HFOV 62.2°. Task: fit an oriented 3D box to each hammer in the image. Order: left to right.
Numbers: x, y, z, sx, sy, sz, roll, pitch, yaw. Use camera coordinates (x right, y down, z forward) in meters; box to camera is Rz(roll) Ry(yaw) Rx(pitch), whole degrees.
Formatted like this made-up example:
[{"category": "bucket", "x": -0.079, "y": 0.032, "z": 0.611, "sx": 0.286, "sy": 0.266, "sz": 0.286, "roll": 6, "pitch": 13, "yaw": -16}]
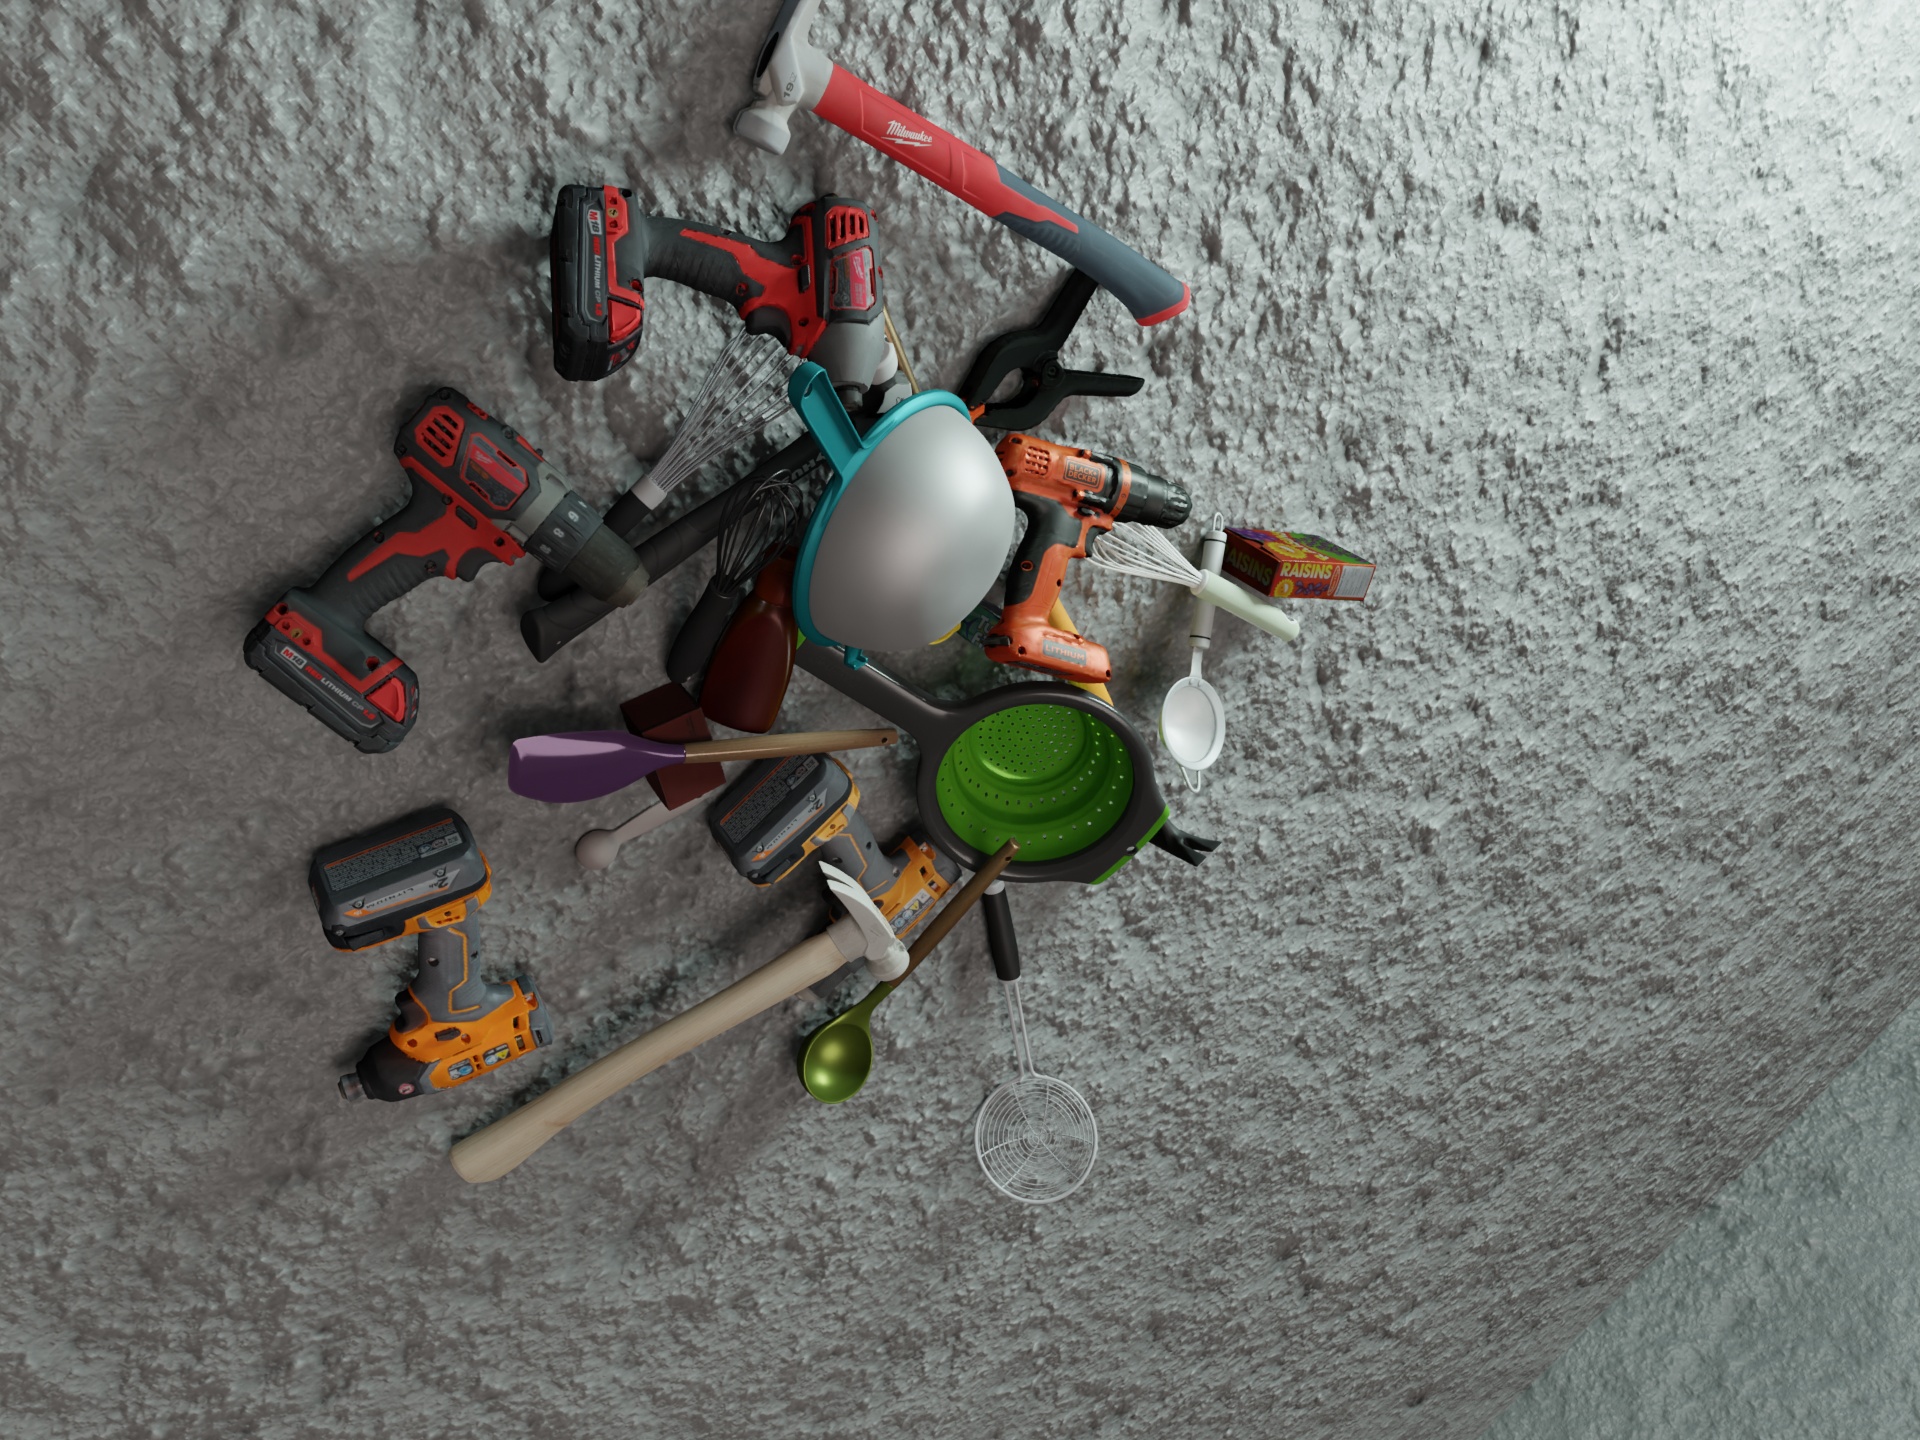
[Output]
[{"category": "hammer", "x": -0.246, "y": 0.262, "z": 1.325, "sx": 0.410, "sy": 0.038, "sz": 0.146, "roll": -30, "pitch": 136, "yaw": -1}, {"category": "hammer", "x": -0.176, "y": -0.148, "z": 1.161, "sx": 0.335, "sy": 0.035, "sz": 0.146, "roll": -36, "pitch": 162, "yaw": -7}, {"category": "hammer", "x": 0.029, "y": -0.405, "z": 1.168, "sx": 0.386, "sy": 0.038, "sz": 0.143, "roll": 20, "pitch": 102, "yaw": -33}, {"category": "hammer", "x": 0.130, "y": -0.005, "z": 1.431, "sx": 0.034, "sy": 0.127, "sz": 0.336, "roll": -41, "pitch": 124, "yaw": -15}]

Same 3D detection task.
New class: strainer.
[{"category": "strainer", "x": -0.035, "y": -0.145, "z": 1.108, "sx": 0.211, "sy": 0.095, "sz": 0.340, "roll": -56, "pitch": 162, "yaw": -7}, {"category": "strainer", "x": 0.217, "y": -0.063, "z": 1.454, "sx": 0.086, "sy": 0.050, "sz": 0.258, "roll": 12, "pitch": 86, "yaw": -40}]

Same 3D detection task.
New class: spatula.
[{"category": "spatula", "x": -0.190, "y": 0.026, "z": 1.228, "sx": 0.315, "sy": 0.018, "sz": 0.059, "roll": -5, "pitch": 119, "yaw": -29}]

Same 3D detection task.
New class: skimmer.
[{"category": "skimmer", "x": 0.057, "y": 0.318, "z": 1.567, "sx": 0.127, "sy": 0.090, "sz": 0.363, "roll": -6, "pitch": 121, "yaw": 6}]

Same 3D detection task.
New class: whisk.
[{"category": "whisk", "x": -0.202, "y": -0.188, "z": 1.151, "sx": 0.284, "sy": 0.070, "sz": 0.070, "roll": -45, "pitch": 130, "yaw": 3}, {"category": "whisk", "x": -0.172, "y": -0.100, "z": 1.164, "sx": 0.055, "sy": 0.055, "sz": 0.239, "roll": -1, "pitch": 148, "yaw": -32}, {"category": "whisk", "x": 0.205, "y": -0.125, "z": 1.411, "sx": 0.246, "sy": 0.058, "sz": 0.059, "roll": 24, "pitch": 112, "yaw": -24}]

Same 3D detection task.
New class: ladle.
[{"category": "ladle", "x": -0.043, "y": 0.226, "z": 1.424, "sx": 0.078, "sy": 0.062, "sz": 0.320, "roll": 21, "pitch": 120, "yaw": -38}]

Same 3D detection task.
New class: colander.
[{"category": "colander", "x": -0.002, "y": -0.004, "z": 1.361, "sx": 0.396, "sy": 0.095, "sz": 0.204, "roll": 32, "pitch": 116, "yaw": -22}]

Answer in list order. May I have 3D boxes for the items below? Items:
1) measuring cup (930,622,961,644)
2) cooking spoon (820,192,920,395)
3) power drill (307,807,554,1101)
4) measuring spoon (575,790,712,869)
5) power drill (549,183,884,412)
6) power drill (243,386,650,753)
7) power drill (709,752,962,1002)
[{"category": "measuring cup", "x": -0.006, "y": -0.137, "z": 1.327, "sx": 0.062, "sy": 0.029, "sz": 0.156, "roll": 31, "pitch": 84, "yaw": -34}, {"category": "cooking spoon", "x": -0.040, "y": -0.256, "z": 1.228, "sx": 0.069, "sy": 0.017, "sz": 0.318, "roll": -35, "pitch": 126, "yaw": -16}, {"category": "power drill", "x": -0.414, "y": 0.193, "z": 1.208, "sx": 0.164, "sy": 0.084, "sz": 0.226, "roll": -22, "pitch": 129, "yaw": -20}, {"category": "measuring spoon", "x": -0.253, "y": 0.085, "z": 1.289, "sx": 0.124, "sy": 0.018, "sz": 0.034, "roll": -30, "pitch": 127, "yaw": -16}, {"category": "power drill", "x": -0.157, "y": -0.278, "z": 1.057, "sx": 0.219, "sy": 0.078, "sz": 0.143, "roll": -2, "pitch": 83, "yaw": -19}, {"category": "power drill", "x": -0.341, "y": -0.084, "z": 1.069, "sx": 0.187, "sy": 0.080, "sz": 0.227, "roll": 40, "pitch": 89, "yaw": -15}, {"category": "power drill", "x": -0.120, "y": 0.137, "z": 1.366, "sx": 0.185, "sy": 0.084, "sz": 0.226, "roll": -44, "pitch": 134, "yaw": -2}]
